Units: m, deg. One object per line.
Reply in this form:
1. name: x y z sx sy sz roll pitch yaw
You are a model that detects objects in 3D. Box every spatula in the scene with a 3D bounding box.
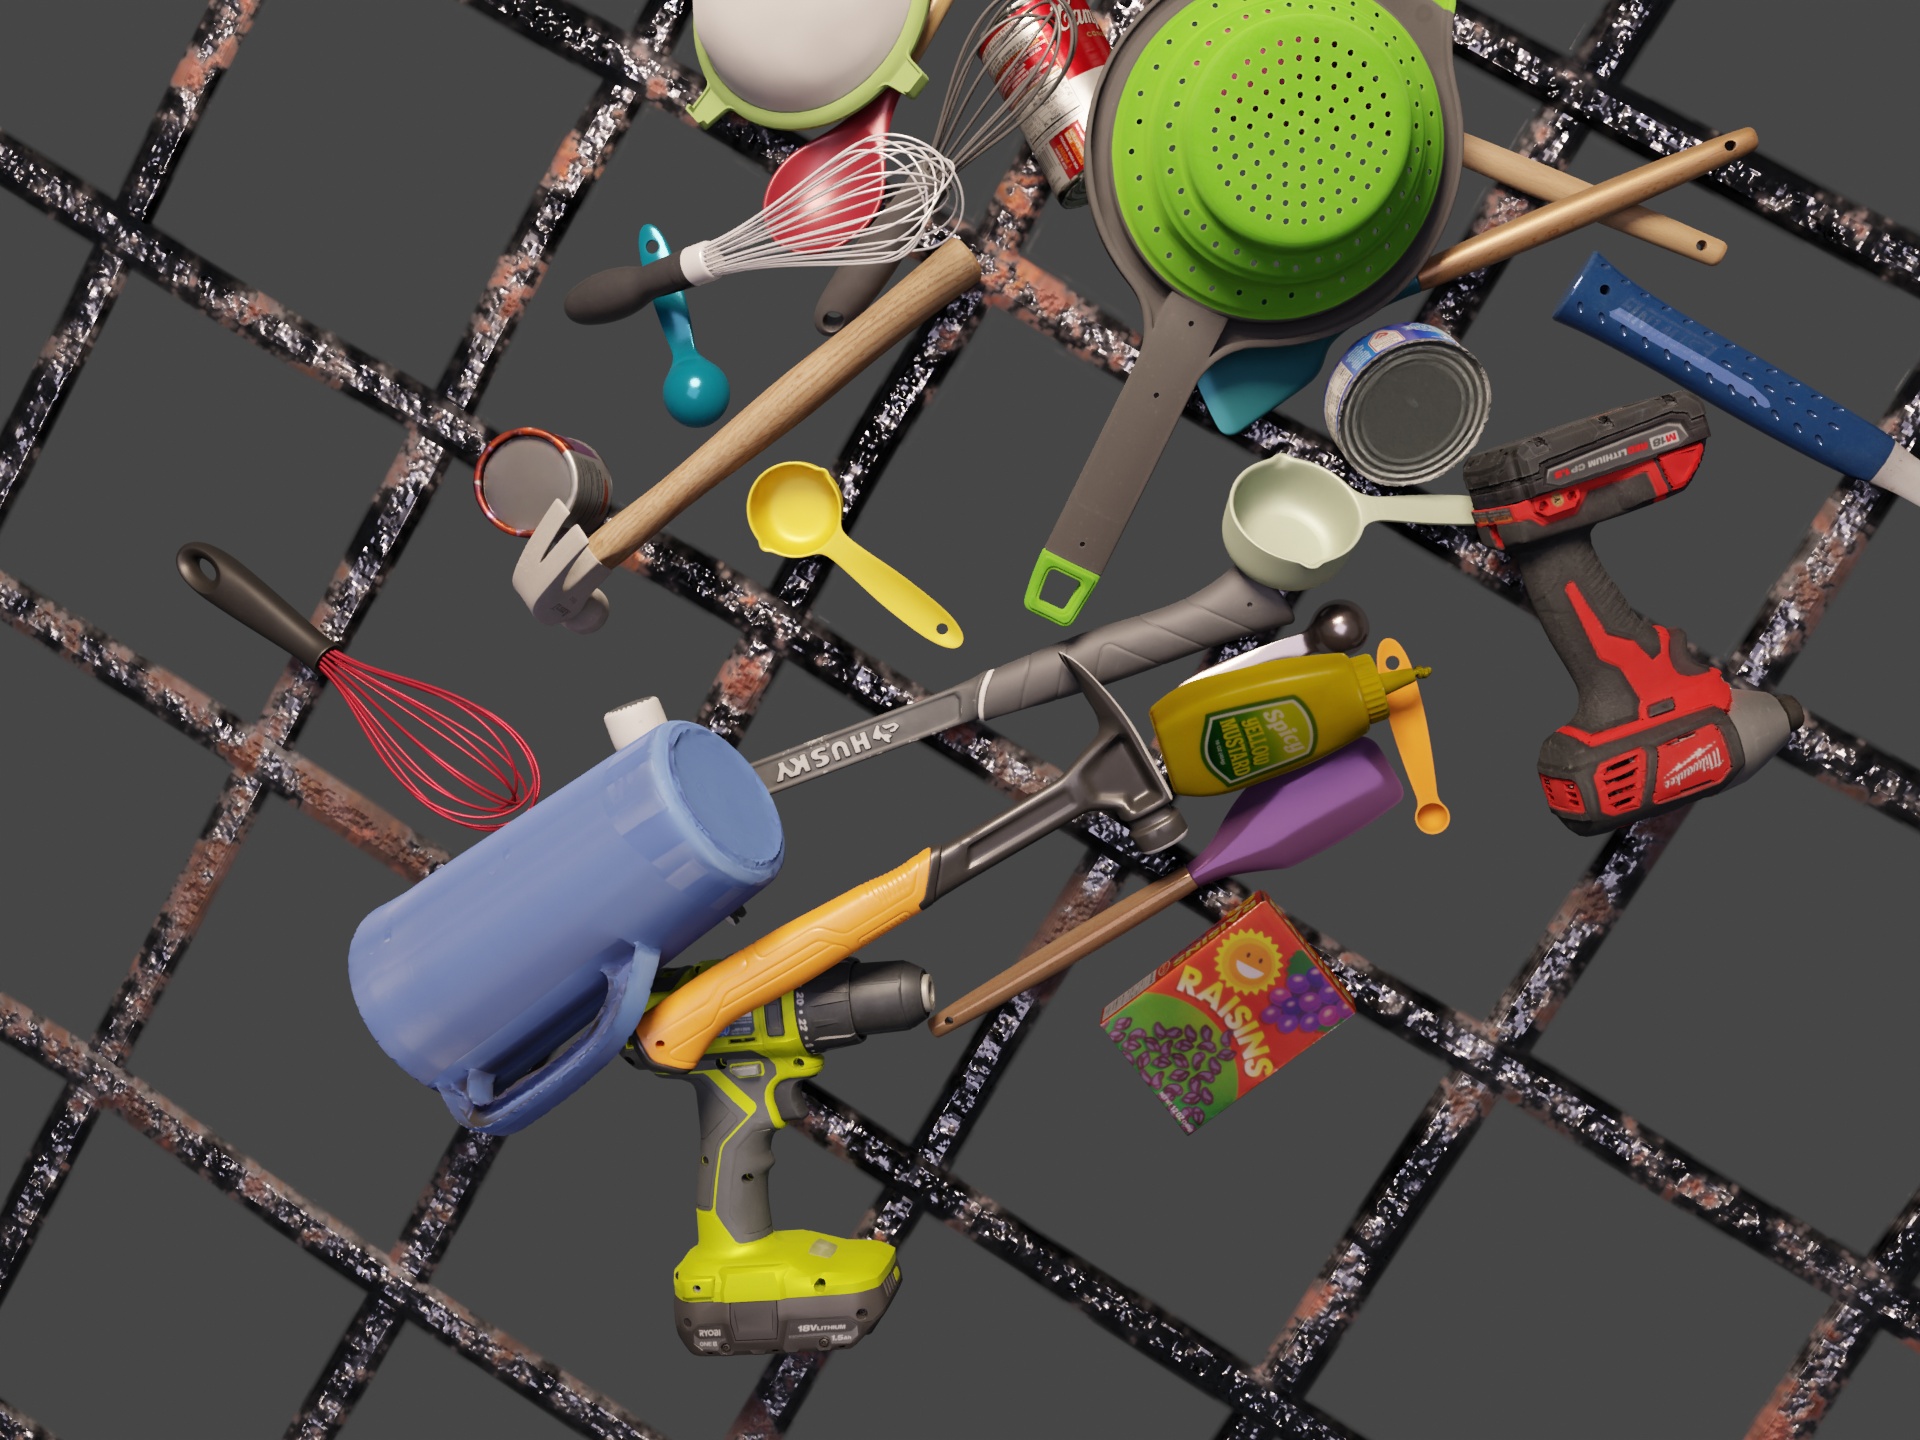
1. spatula: 0.279 -0.255 0.880 0.317 0.044 0.082 -21 93 15
2. spatula: 0.114 0.104 0.947 0.316 0.018 0.060 -32 85 8

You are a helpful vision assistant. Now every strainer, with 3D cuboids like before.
1. strainer: -0.097 -0.474 0.908 0.151 0.069 0.256 0 88 19

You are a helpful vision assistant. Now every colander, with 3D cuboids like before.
1. colander: 0.132 -0.225 0.836 0.204 0.094 0.397 25 102 -4

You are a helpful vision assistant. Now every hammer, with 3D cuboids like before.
1. hammer: 0.508 -0.131 0.867 0.405 0.035 0.144 32 97 5
2. hammer: -0.042 0.095 0.907 0.337 0.034 0.127 -31 99 -1
3. hammer: -0.002 -0.003 0.946 0.409 0.036 0.149 -19 96 8
4. hammer: -0.124 -0.169 0.928 0.331 0.130 0.031 -39 82 0

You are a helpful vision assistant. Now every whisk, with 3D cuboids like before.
1. whisk: -0.381 -0.026 0.994 0.296 0.073 0.073 35 98 11
2. whisk: -0.122 -0.269 0.903 0.284 0.070 0.070 -7 93 32
3. whisk: -0.017 -0.306 0.890 0.055 0.055 0.239 46 124 3

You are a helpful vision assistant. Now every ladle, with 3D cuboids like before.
1. ladle: -0.021 -0.412 0.932 0.069 0.031 0.315 31 95 13

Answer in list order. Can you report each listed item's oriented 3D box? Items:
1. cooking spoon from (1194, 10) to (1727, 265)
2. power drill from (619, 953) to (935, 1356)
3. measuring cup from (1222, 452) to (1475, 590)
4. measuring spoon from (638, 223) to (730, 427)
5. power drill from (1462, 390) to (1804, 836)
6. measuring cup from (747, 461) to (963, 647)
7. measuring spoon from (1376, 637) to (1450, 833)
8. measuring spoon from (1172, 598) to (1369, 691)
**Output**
1. cooking spoon: 0.278 -0.324 0.897 0.319 0.017 0.068 25 100 7
2. power drill: -0.101 0.252 0.958 0.190 0.080 0.228 -6 90 10
3. measuring cup: 0.230 -0.109 0.908 0.167 0.038 0.083 -2 58 -10
4. measuring spoon: -0.175 -0.241 0.966 0.042 0.021 0.128 -17 91 9
5. power drill: 0.370 -0.058 0.868 0.143 0.078 0.219 -18 95 -3
6. measuring cup: -0.060 -0.097 0.961 0.156 0.029 0.062 39 102 -8
7. measuring spoon: 0.262 0.009 0.925 0.021 0.011 0.117 -14 88 8
8. measuring spoon: 0.180 -0.035 0.928 0.124 0.018 0.034 -24 90 10
